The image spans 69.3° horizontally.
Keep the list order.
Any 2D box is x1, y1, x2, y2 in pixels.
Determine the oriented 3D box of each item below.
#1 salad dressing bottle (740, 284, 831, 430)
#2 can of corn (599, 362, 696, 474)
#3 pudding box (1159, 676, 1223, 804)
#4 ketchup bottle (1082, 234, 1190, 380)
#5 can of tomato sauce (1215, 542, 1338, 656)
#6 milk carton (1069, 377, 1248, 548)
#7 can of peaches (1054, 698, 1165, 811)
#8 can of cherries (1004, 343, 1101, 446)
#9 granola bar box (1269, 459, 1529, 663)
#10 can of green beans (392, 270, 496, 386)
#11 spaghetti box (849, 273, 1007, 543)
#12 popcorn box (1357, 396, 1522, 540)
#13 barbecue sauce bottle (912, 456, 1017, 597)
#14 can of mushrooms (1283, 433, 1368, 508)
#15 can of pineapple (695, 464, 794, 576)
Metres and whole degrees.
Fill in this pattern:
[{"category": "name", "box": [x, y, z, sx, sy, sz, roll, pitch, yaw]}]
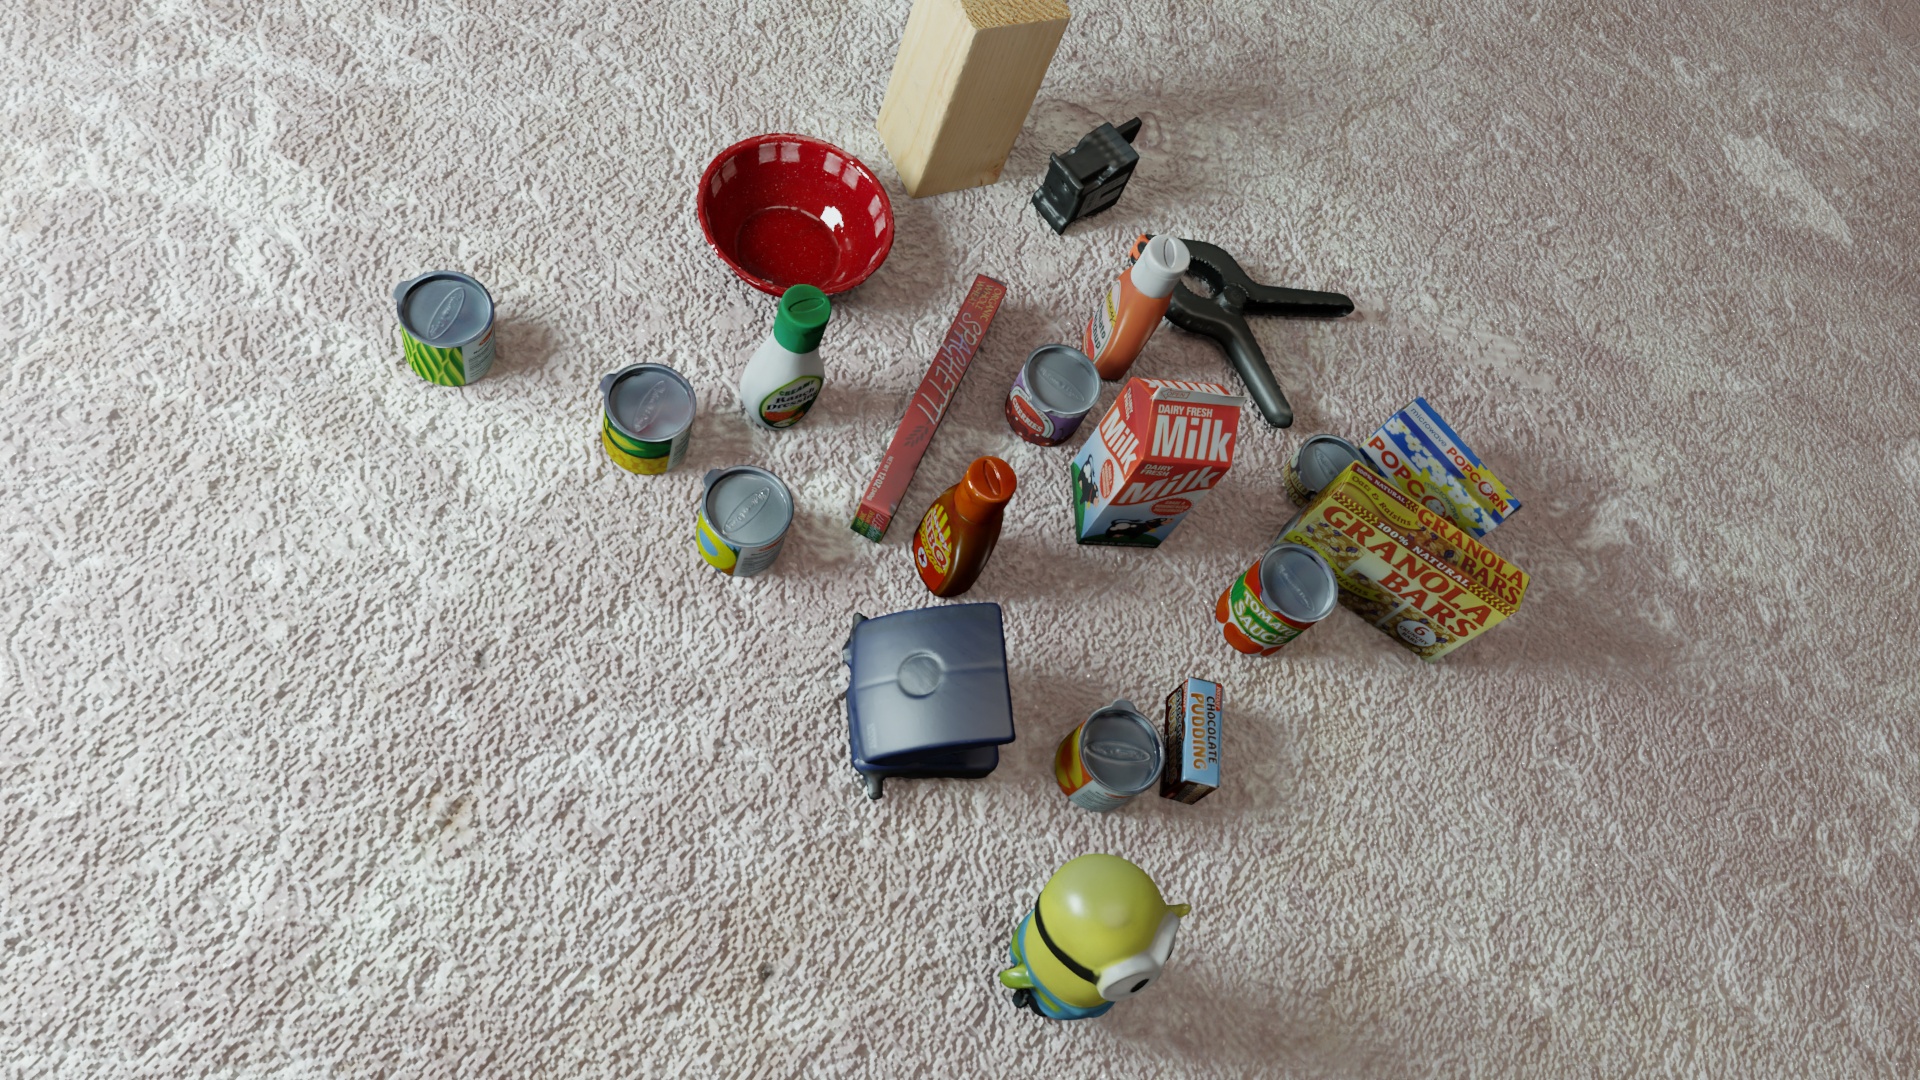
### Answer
[{"category": "salad dressing bottle", "box": [-0.128, -0.135, 1.037, 0.064, 0.147, 0.044, -20, 73, -24]}, {"category": "can of corn", "box": [-0.235, -0.091, 1.035, 0.071, 0.058, 0.071, 7, 64, -14]}, {"category": "pudding box", "box": [0.175, 0.151, 1.046, 0.030, 0.049, 0.084, 14, 62, -10]}, {"category": "ketchup bottle", "box": [0.145, -0.194, 1.146, 0.043, 0.148, 0.065, 8, 64, -13]}, {"category": "can of tomato sauce", "box": [0.247, 0.050, 1.097, 0.071, 0.082, 0.071, 7, 64, -14]}, {"category": "milk carton", "box": [0.148, -0.066, 1.062, 0.072, 0.189, 0.074, 4, 65, -15]}, {"category": "can of peaches", "box": [0.109, 0.159, 1.018, 0.071, 0.057, 0.071, 7, 64, -14]}, {"category": "can of cherries", "box": [0.073, -0.117, 1.139, 0.071, 0.058, 0.072, 7, 64, -14]}, {"category": "granola bar box", "box": [0.350, 0.019, 1.119, 0.165, 0.123, 0.039, 34, 61, 1]}, {"category": "can of green beans", "box": [-0.377, -0.156, 1.023, 0.071, 0.057, 0.071, 7, 64, -14]}, {"category": "spaghetti box", "box": [-0.023, -0.111, 1.112, 0.029, 0.050, 0.251, 27, 61, -3]}, {"category": "popcorn box", "box": [0.404, -0.051, 1.191, 0.038, 0.085, 0.127, -34, 79, -27]}, {"category": "barbecue sauce bottle", "box": [0.004, -0.013, 1.017, 0.044, 0.148, 0.065, -11, 69, -21]}, {"category": "can of mushrooms", "box": [0.312, -0.055, 1.195, 0.071, 0.033, 0.071, 7, 64, -14]}, {"category": "can of pineapple", "box": [-0.160, -0.015, 1.021, 0.071, 0.057, 0.071, 7, 64, -14]}]
